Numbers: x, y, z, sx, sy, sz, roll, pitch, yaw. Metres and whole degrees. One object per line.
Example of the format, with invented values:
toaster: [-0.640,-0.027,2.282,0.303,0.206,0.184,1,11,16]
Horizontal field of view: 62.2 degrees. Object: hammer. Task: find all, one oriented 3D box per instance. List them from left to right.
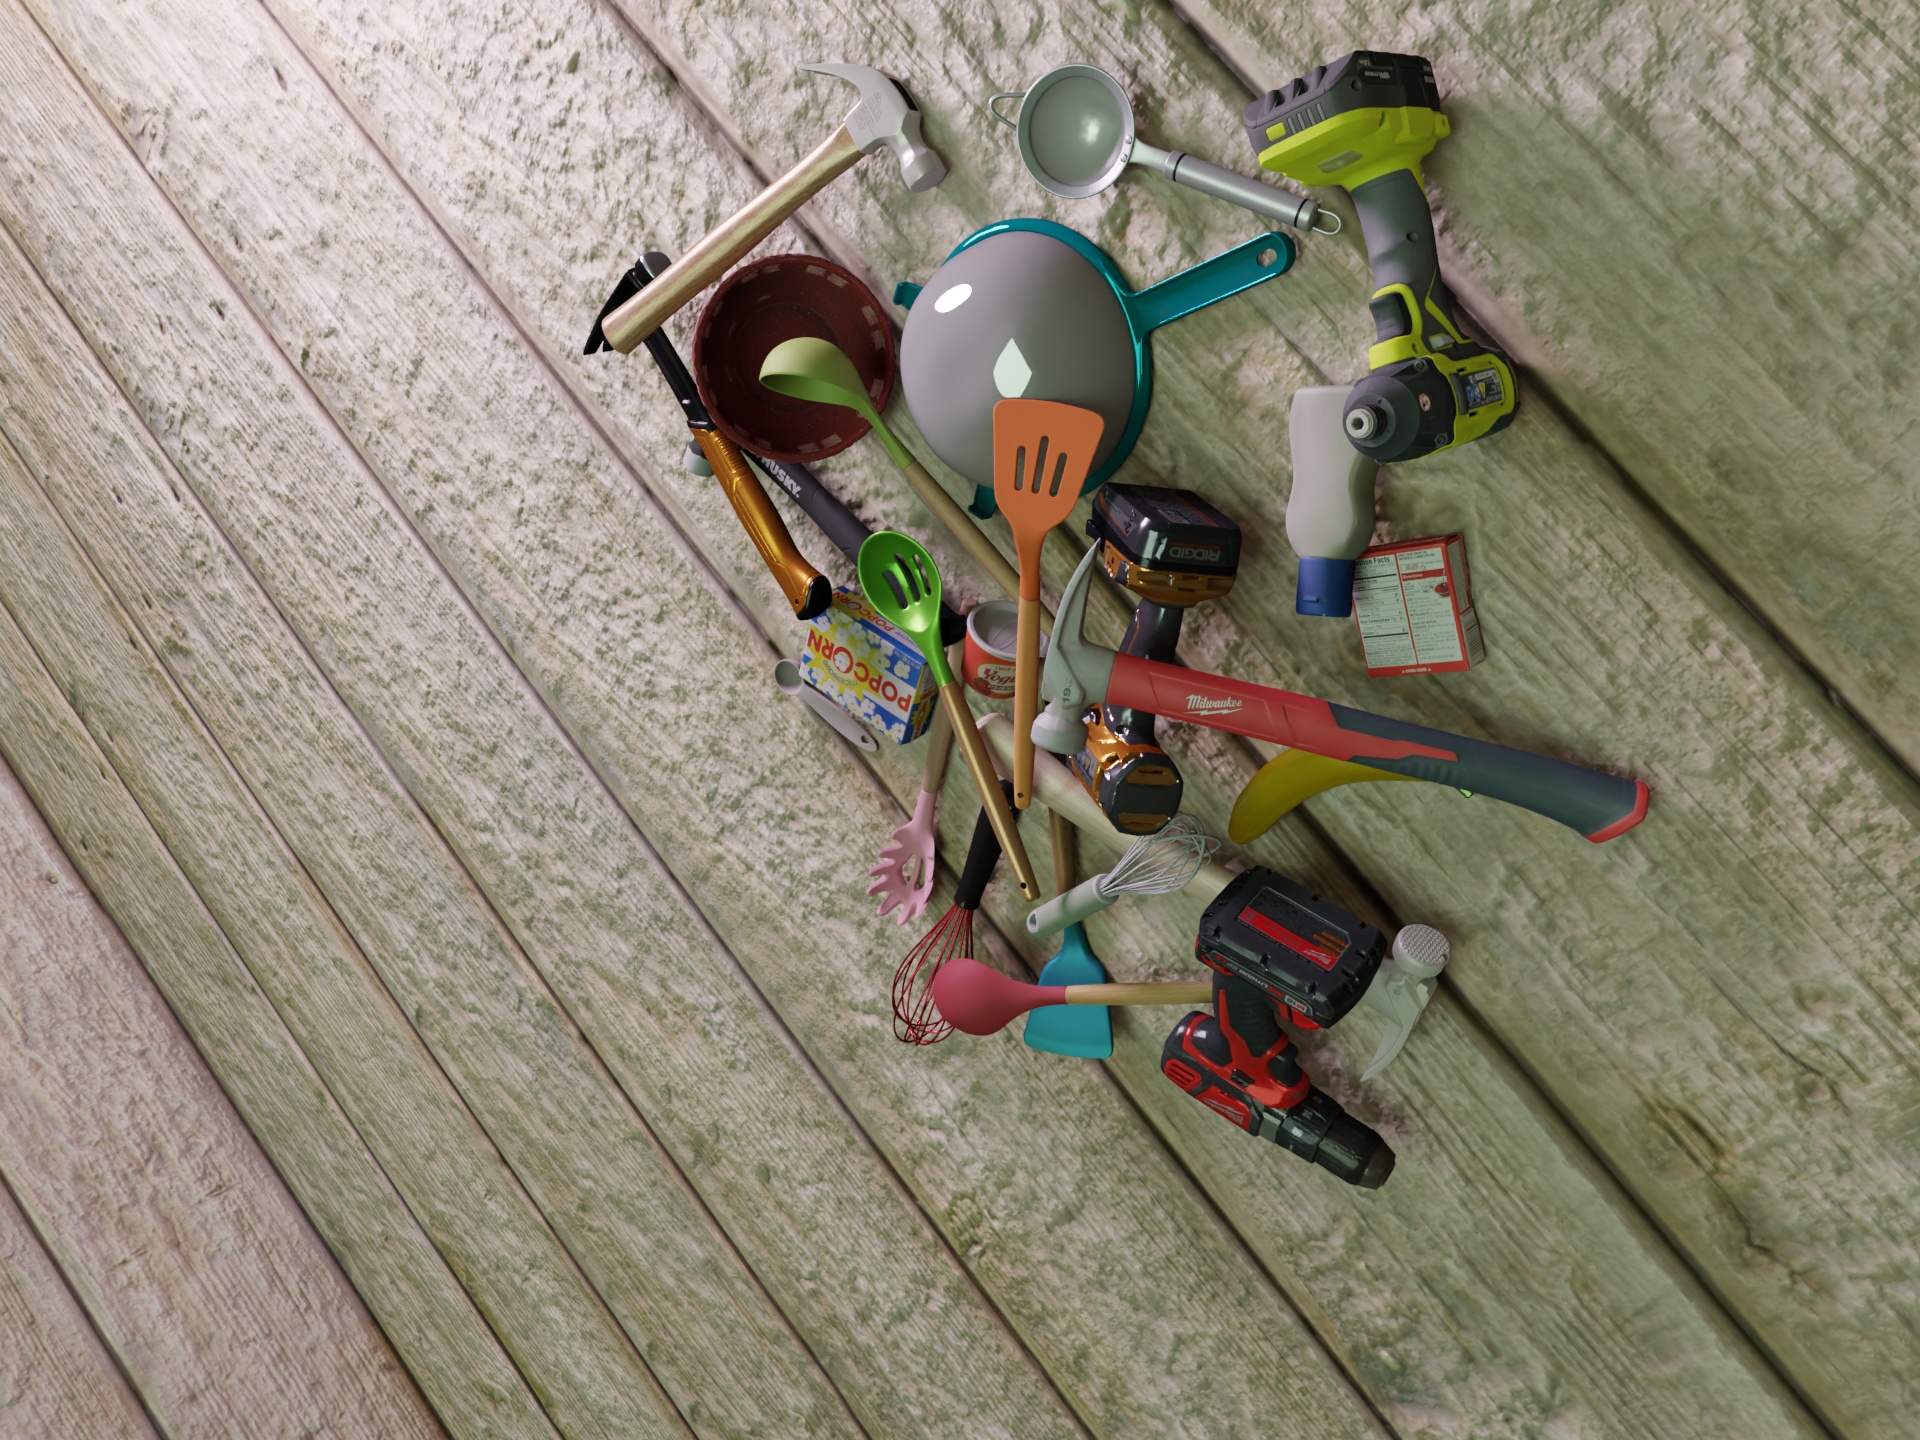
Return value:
hammer: [-0.211,-0.229,1.363,0.127,0.034,0.337,-39,79,44]
hammer: [-0.167,-0.395,1.260,0.331,0.031,0.130,-29,86,29]
hammer: [-0.109,-0.178,1.337,0.335,0.035,0.146,46,131,21]
hammer: [0.167,0.117,1.216,0.411,0.038,0.146,31,137,24]
hammer: [0.246,-0.007,1.022,0.386,0.038,0.143,14,107,8]

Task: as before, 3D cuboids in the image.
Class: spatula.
spatula: [0.054,-0.074,1.168,0.081,0.041,0.322,12,124,17]
spatula: [0.083,0.124,1.309,0.082,0.044,0.317,3,109,28]

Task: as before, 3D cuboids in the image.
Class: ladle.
ladle: [-0.031,-0.168,1.225,0.320,0.062,0.078,48,174,-5]
ladle: [0.112,0.224,1.294,0.315,0.031,0.069,-6,99,26]

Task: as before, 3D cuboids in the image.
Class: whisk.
whisk: [-0.001,0.174,1.392,0.073,0.073,0.295,34,121,25]
whisk: [0.116,0.126,1.211,0.246,0.059,0.058,-39,50,55]

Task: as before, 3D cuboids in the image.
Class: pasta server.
pasta server: [-0.025,0.039,1.369,0.060,0.040,0.316,25,122,20]

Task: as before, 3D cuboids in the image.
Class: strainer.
strainer: [0.072,-0.265,1.119,0.340,0.095,0.211,-14,99,44]
strainer: [0.137,-0.370,1.059,0.258,0.050,0.086,29,121,21]

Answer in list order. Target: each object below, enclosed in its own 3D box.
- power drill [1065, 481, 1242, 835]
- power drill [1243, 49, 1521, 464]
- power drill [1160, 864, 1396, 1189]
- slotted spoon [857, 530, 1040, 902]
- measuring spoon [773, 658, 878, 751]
power drill: [0.121,-0.054,1.151,0.185,0.084,0.226,-120,36,-64]
power drill: [0.247,-0.263,0.925,0.080,0.171,0.223,-14,96,42]
power drill: [0.241,0.232,1.144,0.188,0.080,0.226,30,141,26]
slotted spoon: [-0.002,-0.004,1.254,0.070,0.031,0.314,-24,86,31]
measuring spoon: [-0.119,-0.014,1.444,0.124,0.018,0.034,39,127,12]
